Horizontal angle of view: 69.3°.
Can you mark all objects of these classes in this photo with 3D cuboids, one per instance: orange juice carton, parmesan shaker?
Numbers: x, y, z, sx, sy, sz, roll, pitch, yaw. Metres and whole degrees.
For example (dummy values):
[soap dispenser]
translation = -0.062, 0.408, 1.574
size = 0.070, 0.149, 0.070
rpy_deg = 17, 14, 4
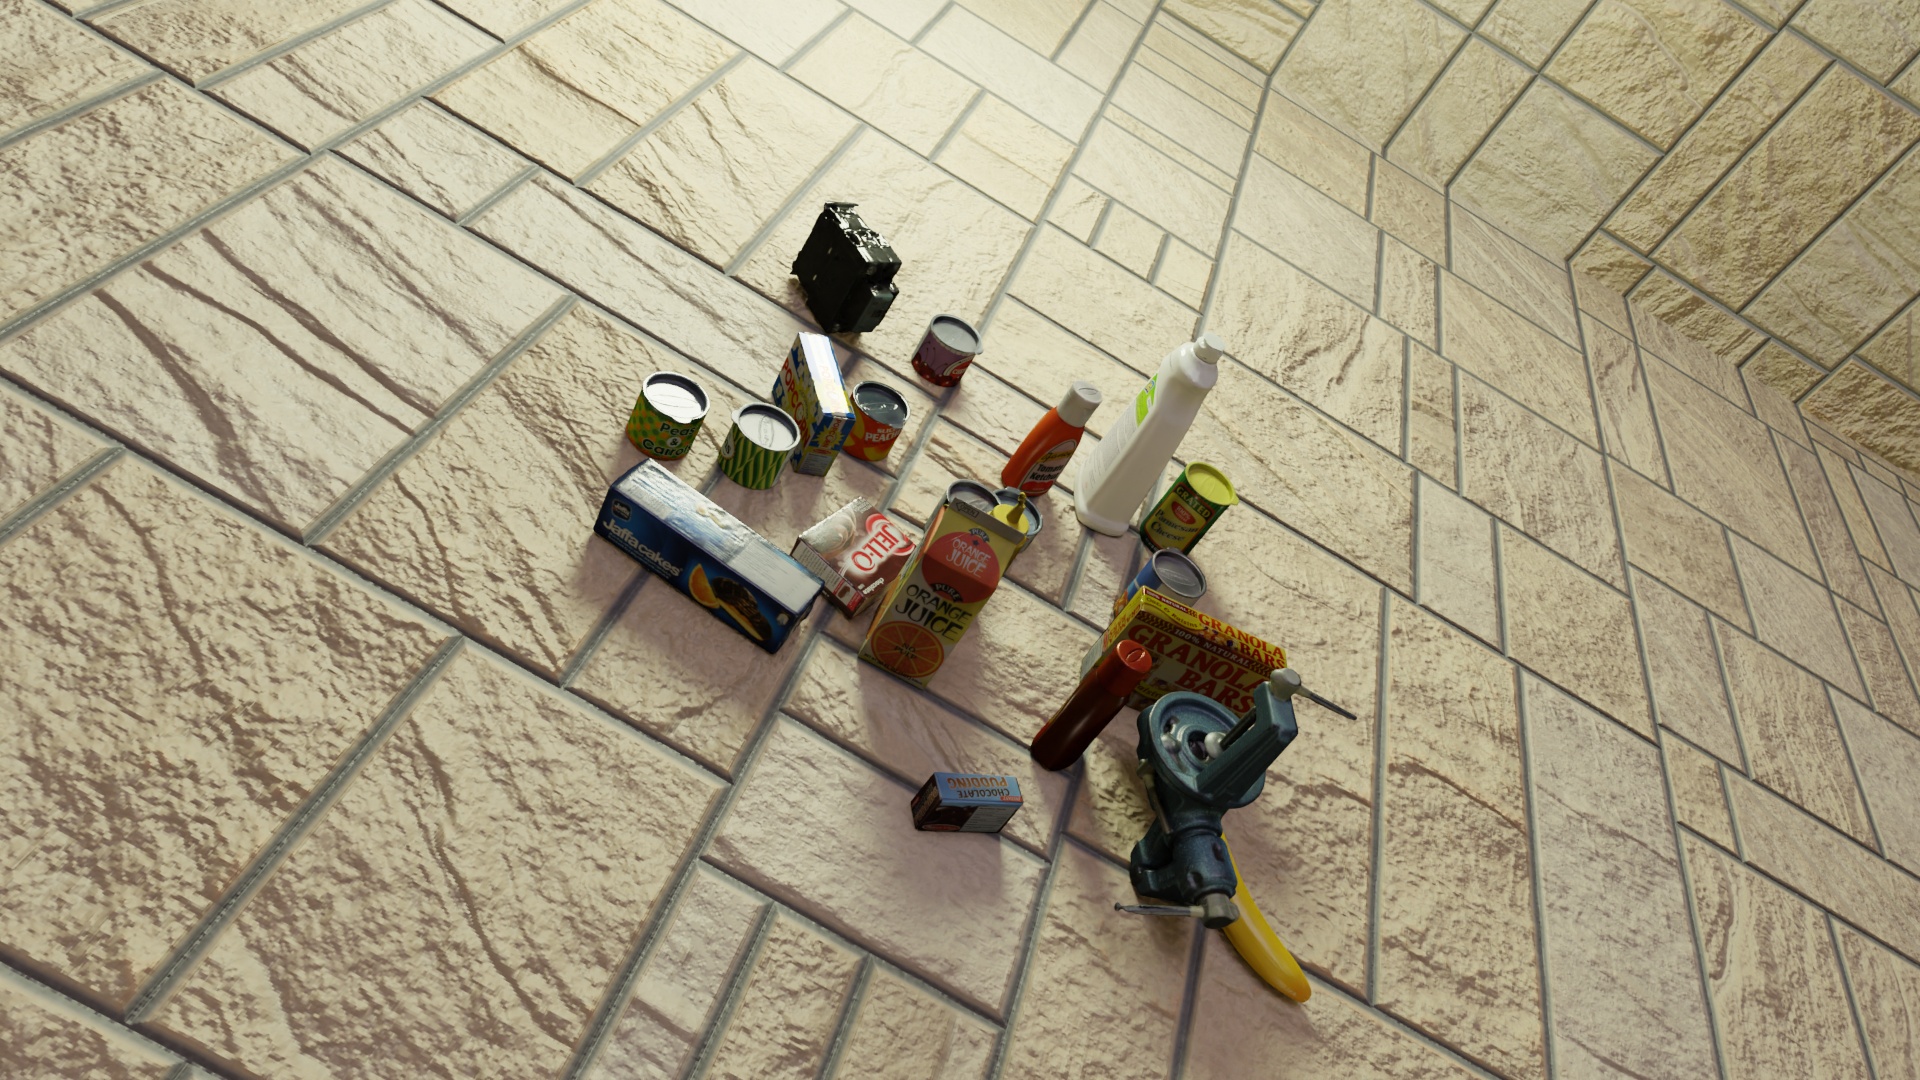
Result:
[orange juice carton]
translation = -0.016, 0.040, 1.247
size = 0.072, 0.191, 0.073
rpy_deg = 28, 39, -7
[parmesan shaker]
translation = 0.260, -0.030, 1.583
size = 0.071, 0.102, 0.072
rpy_deg = 19, 41, -18

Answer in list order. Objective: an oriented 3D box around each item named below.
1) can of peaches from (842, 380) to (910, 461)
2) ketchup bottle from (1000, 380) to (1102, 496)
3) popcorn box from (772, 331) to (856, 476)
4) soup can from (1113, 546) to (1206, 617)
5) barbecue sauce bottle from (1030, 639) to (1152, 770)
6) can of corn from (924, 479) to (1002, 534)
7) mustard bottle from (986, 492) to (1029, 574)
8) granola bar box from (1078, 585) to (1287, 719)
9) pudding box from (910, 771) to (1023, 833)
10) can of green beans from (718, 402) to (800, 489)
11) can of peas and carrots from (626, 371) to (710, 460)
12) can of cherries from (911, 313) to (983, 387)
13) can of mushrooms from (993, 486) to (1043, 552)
[can of peaches]
translation = -0.093, -0.125, 1.472
size = 0.071, 0.057, 0.071
rpy_deg = 19, 41, -17
[ketchup bottle]
translation = 0.103, -0.112, 1.523
size = 0.065, 0.148, 0.044
rpy_deg = -3, 51, -37
[popcorn box]
translation = -0.152, -0.141, 1.427
size = 0.038, 0.084, 0.127
rpy_deg = 6, 46, -30
[soup can]
translation = 0.211, 0.059, 1.472
size = 0.071, 0.083, 0.072
rpy_deg = 19, 41, -17
[barbecue sauce bottle]
translation = 0.122, 0.149, 1.264
size = 0.044, 0.147, 0.065
rpy_deg = 46, 40, 15
[can of corn]
translation = 0.005, -0.018, 1.429
size = 0.071, 0.058, 0.071
rpy_deg = 19, 41, -17
[mustard bottle]
translation = 0.026, 0.013, 1.331
size = 0.049, 0.159, 0.066
rpy_deg = 33, 39, -2
[granola bar box]
translation = 0.220, 0.125, 1.376
size = 0.165, 0.123, 0.039
rpy_deg = 24, 39, -12
[pudding box]
translation = 0.006, 0.224, 1.185
size = 0.084, 0.049, 0.030
rpy_deg = 8, 45, -29
[can of green beans]
translation = -0.199, -0.093, 1.366
size = 0.071, 0.057, 0.071
rpy_deg = 19, 41, -17
[can of peas and carrots]
translation = -0.281, -0.118, 1.334
size = 0.071, 0.058, 0.071
rpy_deg = 19, 41, -17
[can of cherries]
translation = -0.015, -0.220, 1.626
size = 0.071, 0.058, 0.072
rpy_deg = 19, 41, -17
[can of mushrooms]
translation = 0.052, -0.022, 1.486
size = 0.071, 0.033, 0.071
rpy_deg = 19, 41, -17
